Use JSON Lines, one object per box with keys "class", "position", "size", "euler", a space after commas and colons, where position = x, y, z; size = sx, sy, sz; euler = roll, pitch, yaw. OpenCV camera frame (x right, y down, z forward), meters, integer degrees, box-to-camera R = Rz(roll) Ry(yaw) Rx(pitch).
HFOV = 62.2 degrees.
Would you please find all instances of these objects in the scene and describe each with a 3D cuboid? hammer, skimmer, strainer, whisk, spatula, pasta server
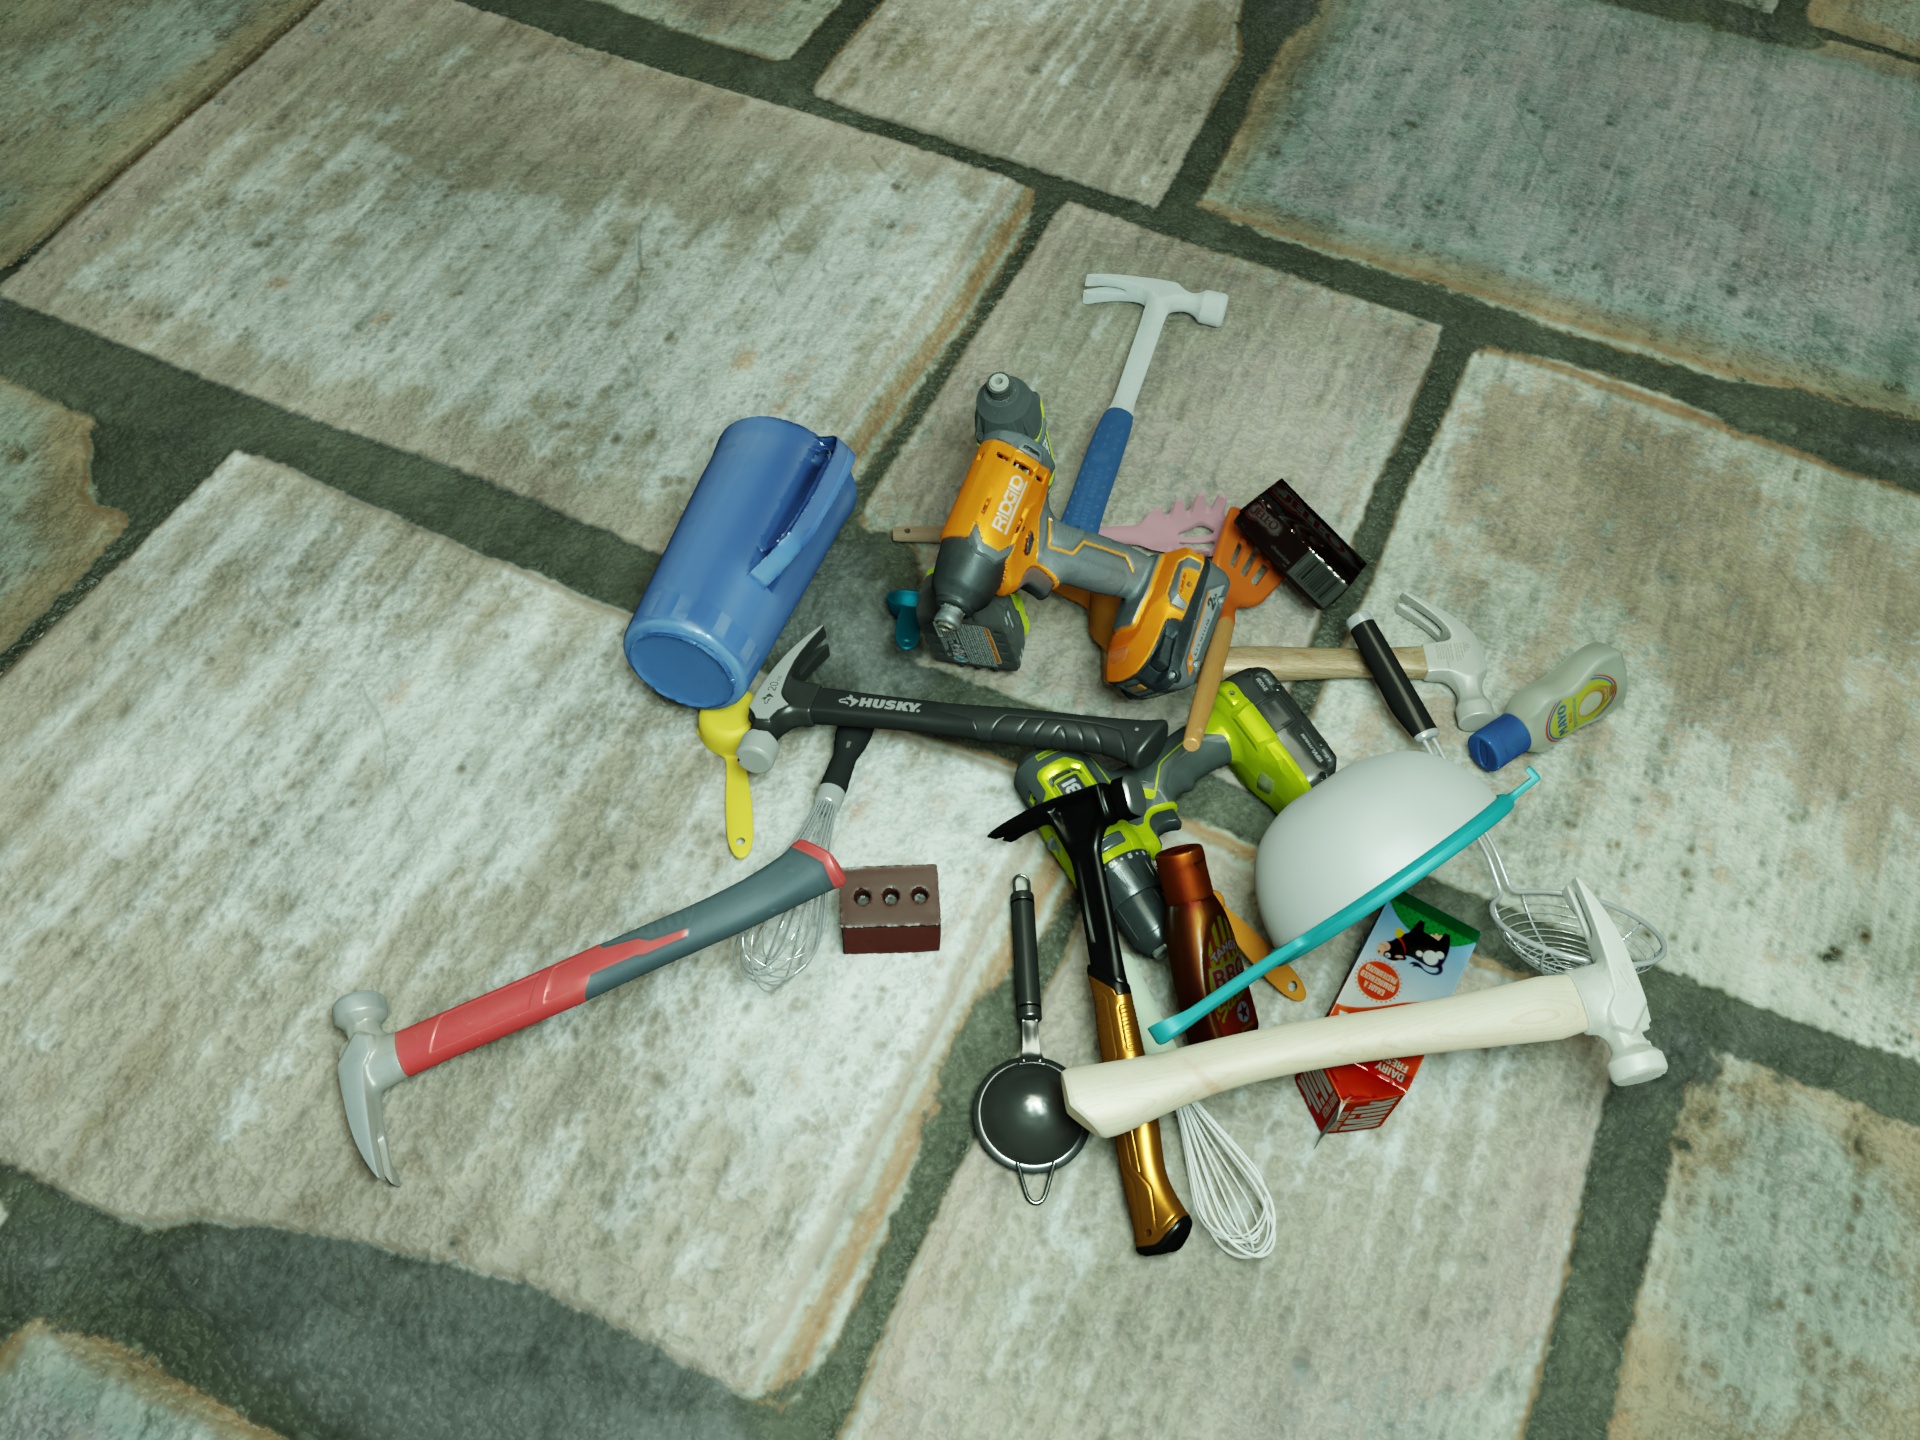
{"class": "hammer", "position": [0.106, 0.215, 1.159], "size": [0.127, 0.034, 0.337], "euler": [-22, 67, 30]}
{"class": "skimmer", "position": [0.419, 0.049, 1.262], "size": [0.127, 0.090, 0.364], "euler": [-8, 62, -34]}
{"class": "hammer", "position": [0.287, -0.051, 1.375], "size": [0.331, 0.031, 0.130], "euler": [0, 58, -2]}
{"class": "strainer", "position": [0.050, 0.225, 1.184], "size": [0.087, 0.050, 0.259], "euler": [0, 54, -4]}
{"class": "whisk", "position": [0.162, 0.274, 1.157], "size": [0.059, 0.057, 0.247], "euler": [7, 46, -40]}
{"class": "spatula", "position": [0.221, -0.073, 1.313], "size": [0.081, 0.041, 0.323], "euler": [39, 36, -9]}
{"class": "hammer", "position": [0.271, 0.213, 1.108], "size": [0.410, 0.038, 0.146], "euler": [-9, 63, -5]}
{"class": "whisk", "position": [-0.113, 0.088, 1.259], "size": [0.070, 0.070, 0.285], "euler": [14, 53, 6]}
{"class": "strainer", "position": [0.241, 0.111, 1.137], "size": [0.340, 0.211, 0.095], "euler": [-27, 78, -29]}
{"class": "hammer", "position": [-0.002, -0.004, 1.272], "size": [0.335, 0.035, 0.146], "euler": [6, 47, 14]}
{"class": "hammer", "position": [-0.259, 0.194, 1.143], "size": [0.386, 0.038, 0.143], "euler": [-23, 61, -1]}
{"class": "hammer", "position": [0.146, -0.295, 1.498], "size": [0.144, 0.035, 0.406], "euler": [15, 51, 8]}
{"class": "pasta server", "position": [0.096, -0.172, 1.442], "size": [0.316, 0.040, 0.060], "euler": [0, 66, -1]}

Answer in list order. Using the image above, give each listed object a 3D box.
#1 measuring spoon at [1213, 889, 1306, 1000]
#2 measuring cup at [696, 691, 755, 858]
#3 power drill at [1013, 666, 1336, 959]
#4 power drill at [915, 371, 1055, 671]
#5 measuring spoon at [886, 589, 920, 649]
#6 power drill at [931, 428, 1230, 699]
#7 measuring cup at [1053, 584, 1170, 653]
{"class": "measuring spoon", "position": [0.225, 0.172, 1.208], "size": [0.117, 0.011, 0.021], "euler": [46, 75, -9]}
{"class": "measuring cup", "position": [-0.183, 0.040, 1.297], "size": [0.062, 0.029, 0.157], "euler": [-6, 55, -6]}
{"class": "power drill", "position": [0.181, 0.070, 1.268], "size": [0.228, 0.080, 0.191], "euler": [-26, 62, -15]}
{"class": "power drill", "position": [0.027, -0.169, 1.342], "size": [0.080, 0.171, 0.223], "euler": [8, 71, 13]}
{"class": "measuring spoon", "position": [-0.045, -0.079, 1.356], "size": [0.042, 0.021, 0.129], "euler": [6, 26, -3]}
{"class": "power drill", "position": [0.085, -0.103, 1.242], "size": [0.226, 0.084, 0.164], "euler": [29, 71, -18]}
{"class": "measuring cup", "position": [0.122, -0.119, 1.383], "size": [0.174, 0.052, 0.095], "euler": [30, 52, 29]}
